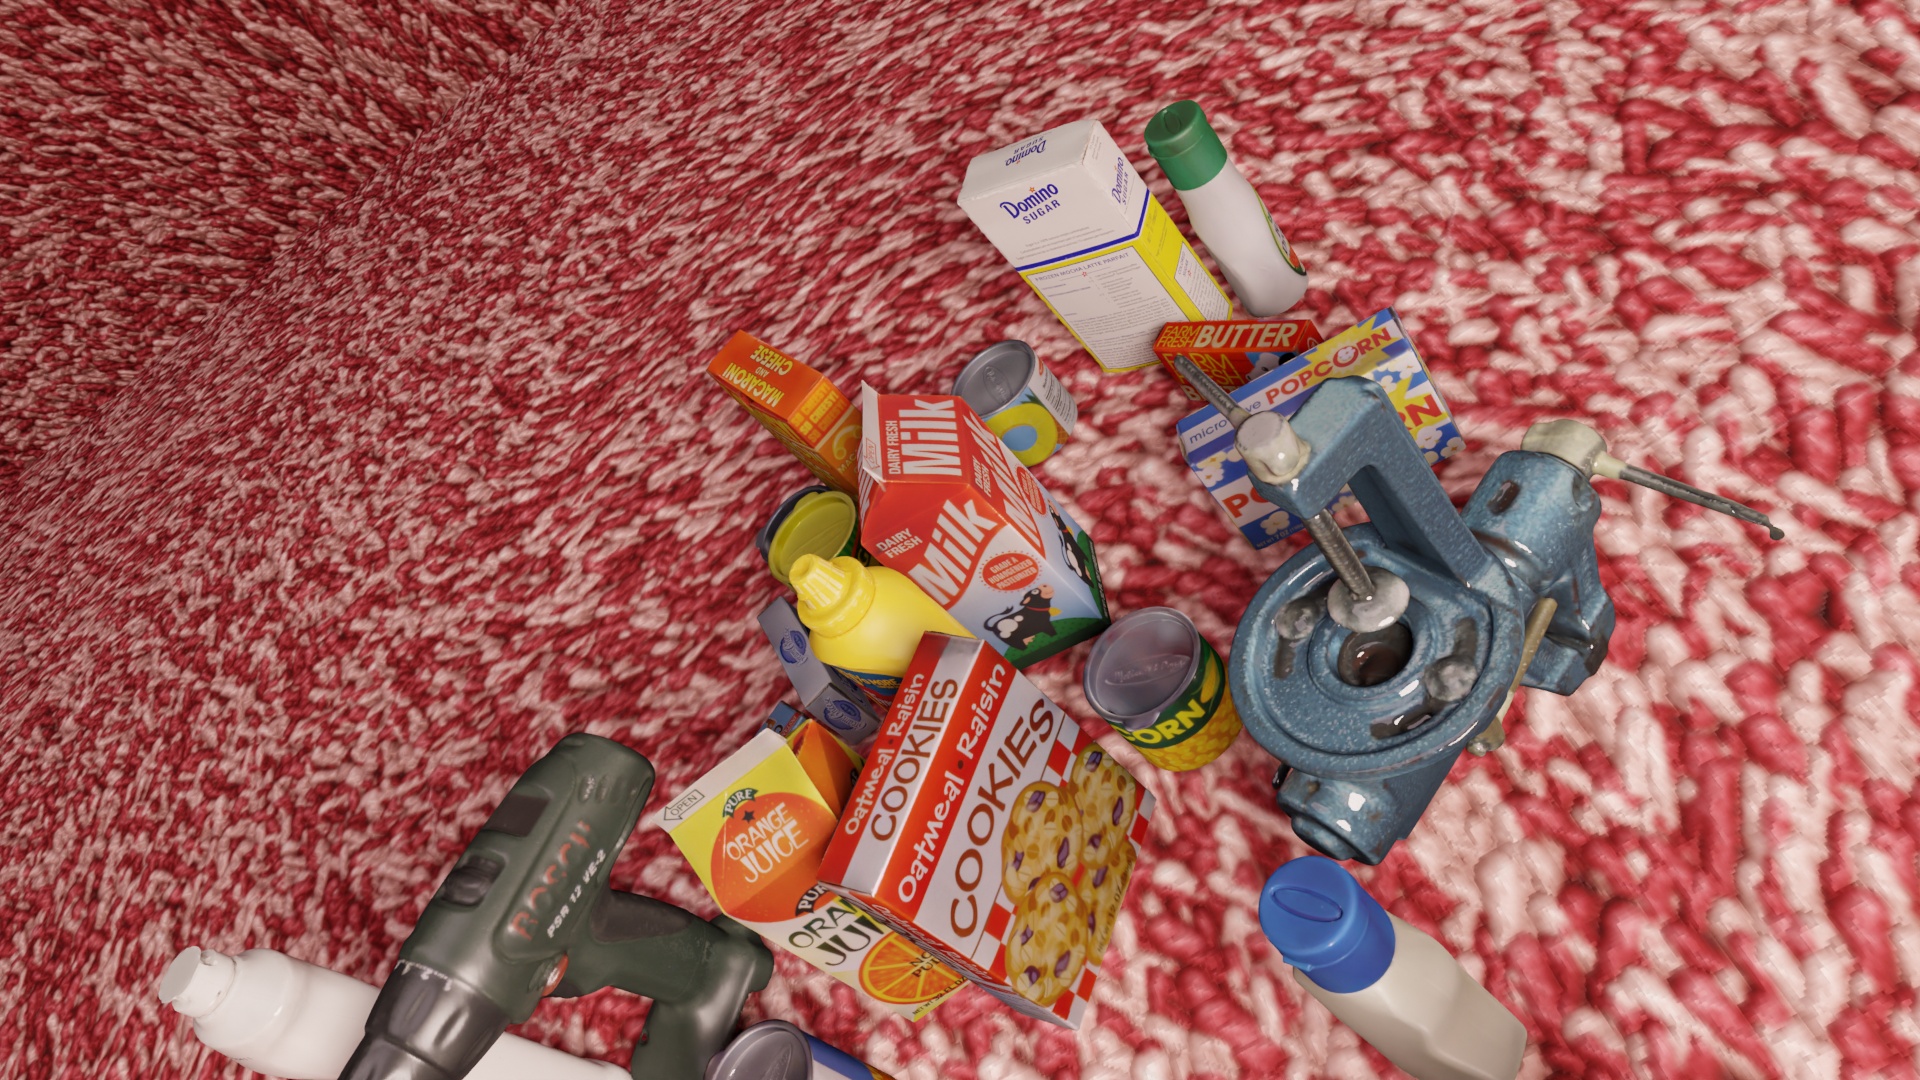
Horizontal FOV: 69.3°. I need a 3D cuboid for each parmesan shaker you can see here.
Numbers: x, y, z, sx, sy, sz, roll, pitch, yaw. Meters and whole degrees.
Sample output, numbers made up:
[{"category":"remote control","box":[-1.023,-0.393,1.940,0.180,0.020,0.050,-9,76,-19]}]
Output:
[{"category":"parmesan shaker","box":[-0.062,0.023,0.871,0.071,0.103,0.072,-24,43,25]}]

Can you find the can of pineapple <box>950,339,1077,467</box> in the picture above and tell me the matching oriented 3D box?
[{"category":"can of pineapple","box":[0.034,-0.089,0.922,0.071,0.057,0.071,-24,43,25]}]

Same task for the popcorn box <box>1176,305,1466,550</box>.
[{"category":"popcorn box","box":[0.190,-0.056,0.733,0.126,0.085,0.038,-29,42,19]}]

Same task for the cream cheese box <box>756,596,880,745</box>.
[{"category":"cream cheese box","box":[-0.091,0.082,0.884,0.024,0.053,0.104,-43,39,3]}]

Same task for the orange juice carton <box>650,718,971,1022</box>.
[{"category":"orange juice carton","box":[-0.060,0.156,0.679,0.071,0.192,0.073,-38,39,9]}]

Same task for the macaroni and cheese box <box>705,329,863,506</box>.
[{"category":"macaroni and cheese box","box":[-0.077,-0.057,0.905,0.040,0.166,0.124,-50,39,-6]}]

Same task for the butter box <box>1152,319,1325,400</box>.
[{"category":"butter box","box":[0.169,-0.106,0.821,0.103,0.053,0.024,8,62,45]}]

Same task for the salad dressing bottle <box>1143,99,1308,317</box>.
[{"category":"salad dressing bottle","box":[0.160,-0.198,0.835,0.044,0.147,0.064,-31,41,18]}]

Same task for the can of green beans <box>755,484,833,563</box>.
[{"category":"can of green beans","box":[-0.093,0.005,0.950,0.071,0.057,0.071,-24,43,25]}]

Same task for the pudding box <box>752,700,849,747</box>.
[{"category":"pudding box","box":[-0.112,0.147,0.848,0.030,0.049,0.084,20,70,49]}]

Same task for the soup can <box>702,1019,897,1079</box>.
[{"category":"soup can","box":[-0.074,0.277,0.671,0.071,0.083,0.072,-24,43,25]}]

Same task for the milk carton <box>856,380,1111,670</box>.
[{"category":"milk carton","box":[0.003,-0.010,0.773,0.073,0.190,0.073,-28,42,21]}]

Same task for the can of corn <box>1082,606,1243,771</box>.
[{"category":"can of corn","box":[0.105,0.079,0.710,0.071,0.058,0.071,-24,43,25]}]

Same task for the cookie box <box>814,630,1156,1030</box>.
[{"category":"cookie box","box":[0.018,0.137,0.647,0.040,0.167,0.123,0,57,42]}]

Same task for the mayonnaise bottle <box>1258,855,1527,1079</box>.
[{"category":"mayonnaise bottle","box":[0.158,0.163,0.517,0.065,0.147,0.041,9,63,45]}]
